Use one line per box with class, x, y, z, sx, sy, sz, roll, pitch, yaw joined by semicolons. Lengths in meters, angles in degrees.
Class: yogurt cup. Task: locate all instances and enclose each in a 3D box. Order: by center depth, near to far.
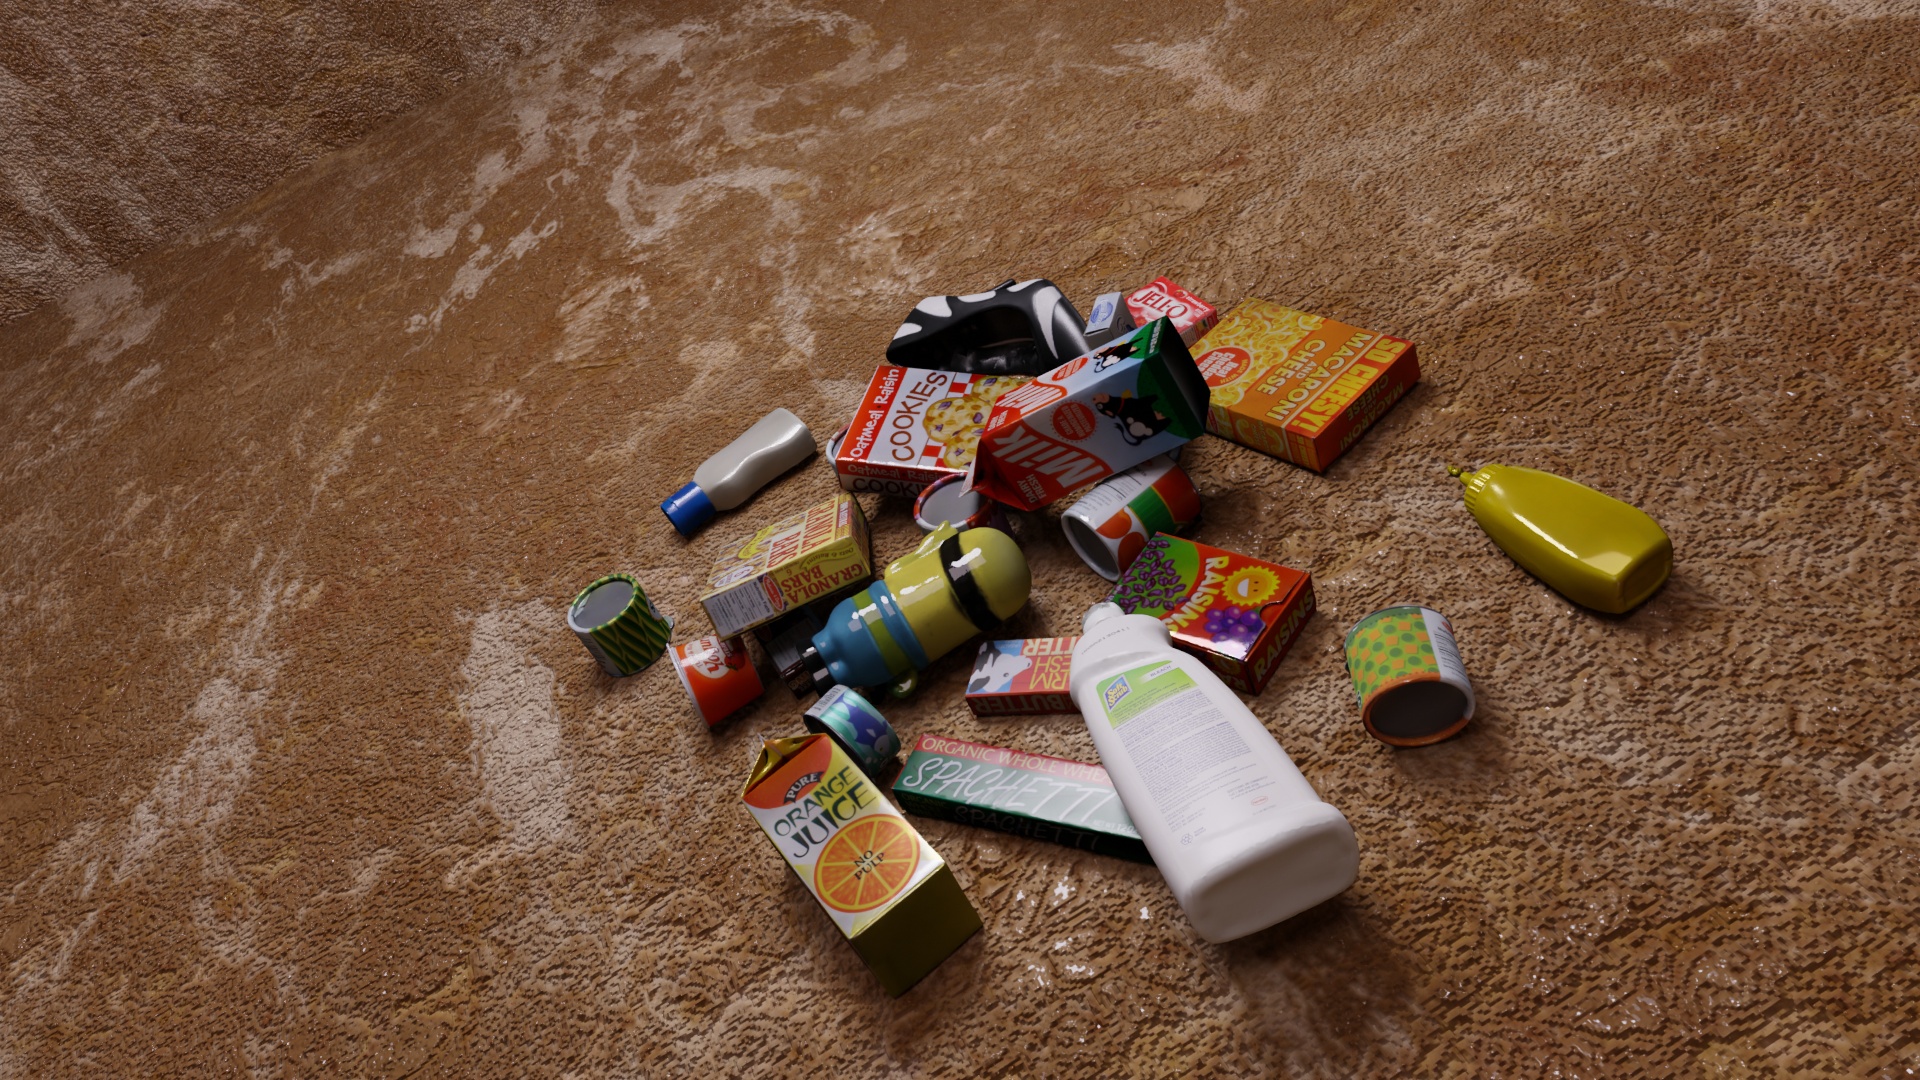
yogurt cup;-0.185;0.103;1.064;0.054;0.072;0.072;-25;38;-11

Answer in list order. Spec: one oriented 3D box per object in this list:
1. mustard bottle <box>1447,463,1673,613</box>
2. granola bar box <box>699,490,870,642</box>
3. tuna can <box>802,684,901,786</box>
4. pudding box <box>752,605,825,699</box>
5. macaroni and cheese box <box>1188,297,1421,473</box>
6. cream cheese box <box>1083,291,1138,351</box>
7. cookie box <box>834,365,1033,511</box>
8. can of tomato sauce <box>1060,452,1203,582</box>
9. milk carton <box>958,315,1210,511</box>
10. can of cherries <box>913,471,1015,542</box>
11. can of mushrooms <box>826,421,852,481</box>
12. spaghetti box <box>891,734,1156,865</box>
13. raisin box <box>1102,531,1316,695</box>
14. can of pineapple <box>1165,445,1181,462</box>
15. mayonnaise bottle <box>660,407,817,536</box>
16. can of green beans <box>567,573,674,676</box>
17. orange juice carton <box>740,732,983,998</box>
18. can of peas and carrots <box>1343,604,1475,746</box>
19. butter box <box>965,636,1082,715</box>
mustard bottle;0.377;-0.013;0.897;0.065;0.048;0.161;-33;39;-9
granola bar box;-0.134;0.017;1.099;0.124;0.039;0.166;-24;14;2
tuna can;-0.073;0.136;0.965;0.033;0.070;0.071;-44;42;-22
pudding box;-0.127;0.080;1.083;0.050;0.030;0.084;-34;39;-8
macaroni and cheese box;0.256;-0.126;1.097;0.124;0.040;0.167;-41;41;-18
cream cheese box;0.135;-0.146;1.135;0.024;0.103;0.054;-11;39;29
cookie box;-0.007;-0.087;1.169;0.167;0.040;0.123;7;48;15
can of tomato sauce;0.127;-0.018;1.028;0.083;0.071;0.071;-39;40;-15
milk carton;0.084;-0.085;1.034;0.190;0.073;0.073;-24;23;26
can of cherries;0.004;-0.014;1.093;0.071;0.058;0.072;-15;40;14
can of mushrooms;-0.082;-0.079;1.234;0.071;0.033;0.071;-16;39;13
spaghetti box;0.070;0.167;0.879;0.250;0.028;0.050;5;47;32
raisin box;0.168;0.047;0.951;0.123;0.040;0.086;17;55;40
can of pineapple;0.138;-0.091;1.099;0.058;0.070;0.071;-1;45;28
mayonnaise bottle;-0.206;-0.062;1.277;0.148;0.041;0.065;-38;39;-13
can of green beans;-0.284;0.070;1.157;0.071;0.057;0.071;-15;40;13
orange juice carton;-0.076;0.194;0.893;0.073;0.071;0.193;-37;40;-14
can of peas and carrots;0.268;0.083;0.837;0.071;0.070;0.059;-15;41;14
butter box;0.058;0.094;0.970;0.103;0.024;0.053;-5;43;24
